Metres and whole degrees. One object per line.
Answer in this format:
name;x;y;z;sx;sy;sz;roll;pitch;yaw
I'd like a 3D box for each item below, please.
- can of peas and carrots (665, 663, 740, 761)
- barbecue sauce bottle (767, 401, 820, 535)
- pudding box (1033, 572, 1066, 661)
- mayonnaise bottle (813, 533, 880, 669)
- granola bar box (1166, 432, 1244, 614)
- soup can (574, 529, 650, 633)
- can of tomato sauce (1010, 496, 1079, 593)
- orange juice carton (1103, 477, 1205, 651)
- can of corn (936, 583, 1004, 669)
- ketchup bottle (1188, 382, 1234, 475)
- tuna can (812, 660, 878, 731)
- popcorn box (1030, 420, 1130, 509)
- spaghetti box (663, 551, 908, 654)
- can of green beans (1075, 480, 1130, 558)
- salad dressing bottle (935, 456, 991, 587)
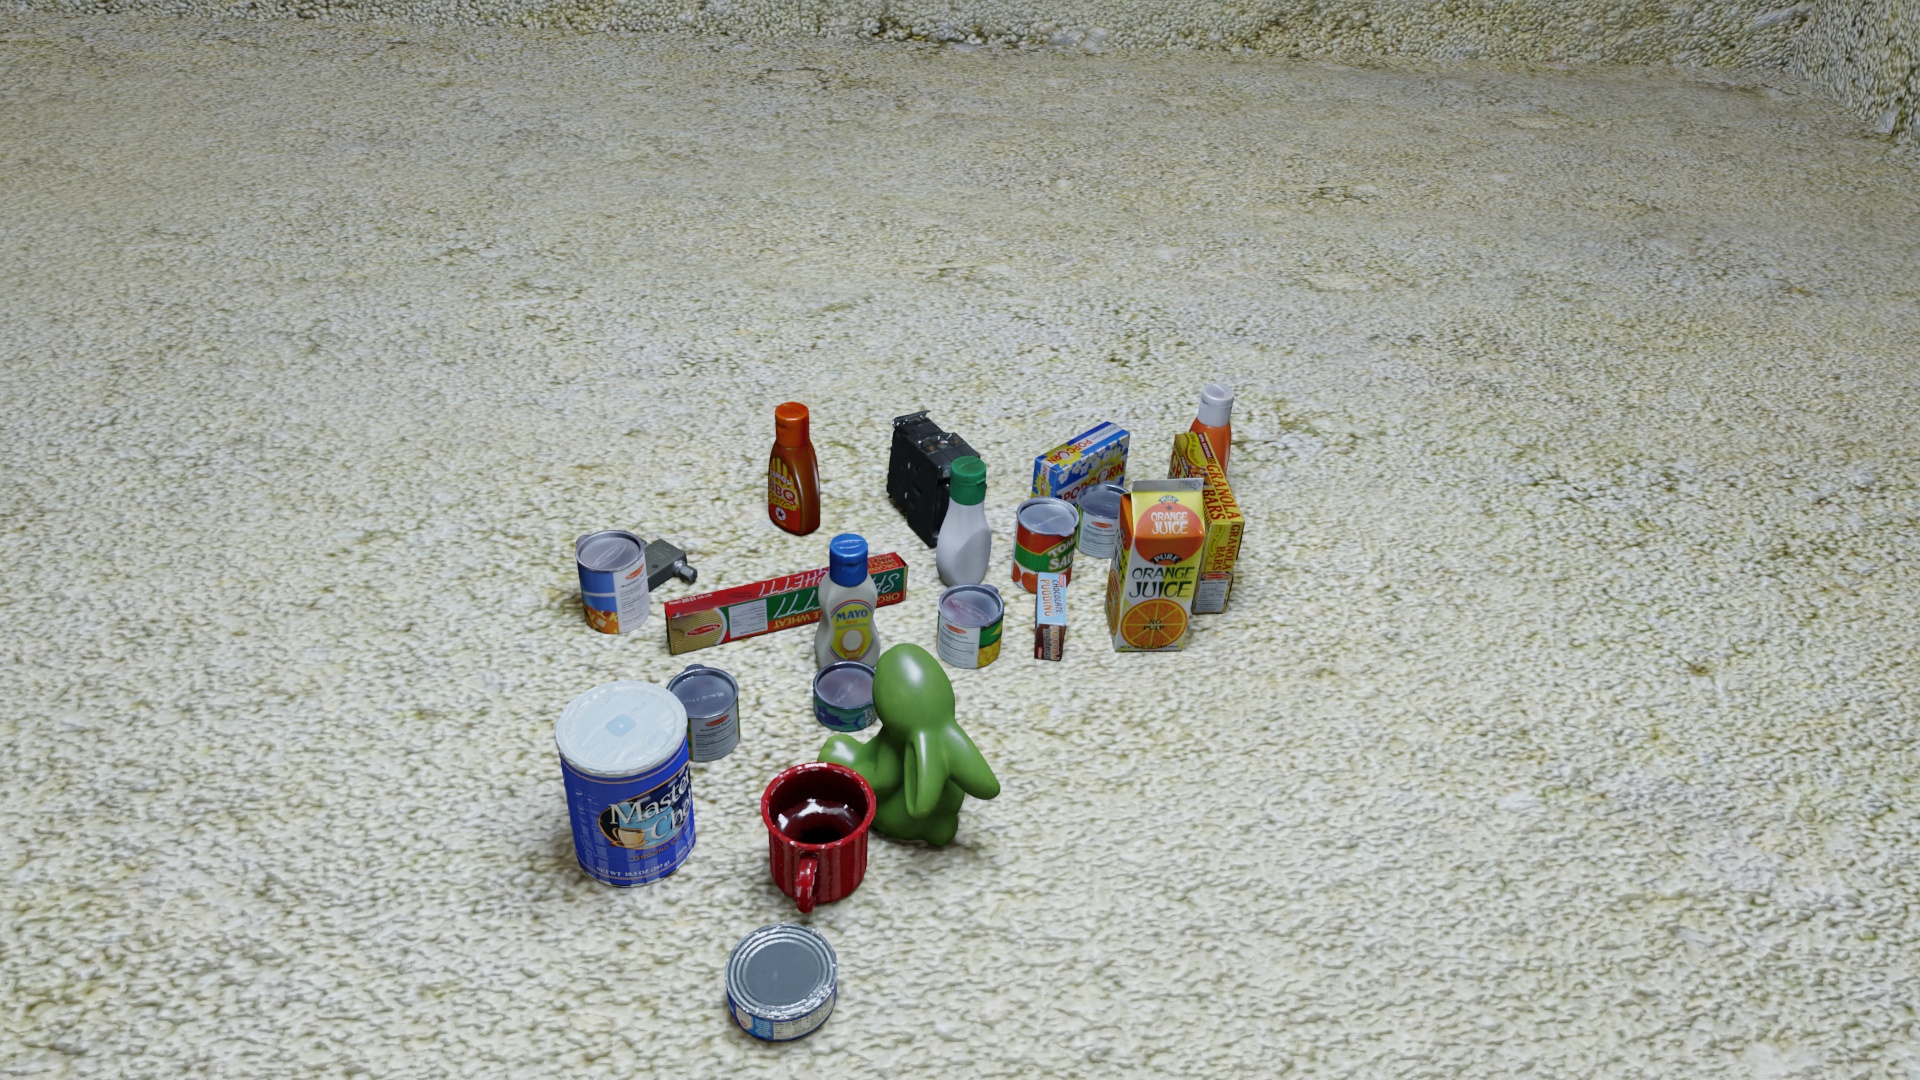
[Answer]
can of peas and carrots;-0.235;0.157;1.268;0.071;0.058;0.071;3;37;-2
barbecue sauce bottle;-0.181;-0.079;1.508;0.065;0.147;0.044;30;45;30
pudding box;0.091;0.076;1.412;0.030;0.049;0.084;5;37;0
mayonnaise bottle;-0.108;0.062;1.331;0.065;0.147;0.041;-7;39;-15
granola bar box;0.258;-0.020;1.493;0.039;0.123;0.166;-1;38;-7
soup can;-0.349;0.041;1.388;0.071;0.083;0.072;3;37;-2
can of tomato sauce;0.090;0.007;1.475;0.071;0.082;0.071;3;37;-2
orange juice carton;0.193;0.017;1.382;0.072;0.191;0.073;0;38;-6
can of corn;0.011;0.084;1.386;0.071;0.058;0.071;3;37;-2
ketchup bottle;0.284;-0.109;1.590;0.043;0.148;0.065;-9;39;-17
tuna can;-0.104;0.148;1.313;0.071;0.032;0.071;3;37;-2
popcorn box;0.136;-0.074;1.583;0.127;0.084;0.038;-28;48;-35
spaghetti box;-0.173;0.062;1.405;0.251;0.049;0.029;-12;40;-21
can of green beans;0.159;-0.022;1.539;0.071;0.057;0.071;3;37;-2
salad dressing bottle;0.005;-0.018;1.447;0.064;0.146;0.044;-28;48;-35
